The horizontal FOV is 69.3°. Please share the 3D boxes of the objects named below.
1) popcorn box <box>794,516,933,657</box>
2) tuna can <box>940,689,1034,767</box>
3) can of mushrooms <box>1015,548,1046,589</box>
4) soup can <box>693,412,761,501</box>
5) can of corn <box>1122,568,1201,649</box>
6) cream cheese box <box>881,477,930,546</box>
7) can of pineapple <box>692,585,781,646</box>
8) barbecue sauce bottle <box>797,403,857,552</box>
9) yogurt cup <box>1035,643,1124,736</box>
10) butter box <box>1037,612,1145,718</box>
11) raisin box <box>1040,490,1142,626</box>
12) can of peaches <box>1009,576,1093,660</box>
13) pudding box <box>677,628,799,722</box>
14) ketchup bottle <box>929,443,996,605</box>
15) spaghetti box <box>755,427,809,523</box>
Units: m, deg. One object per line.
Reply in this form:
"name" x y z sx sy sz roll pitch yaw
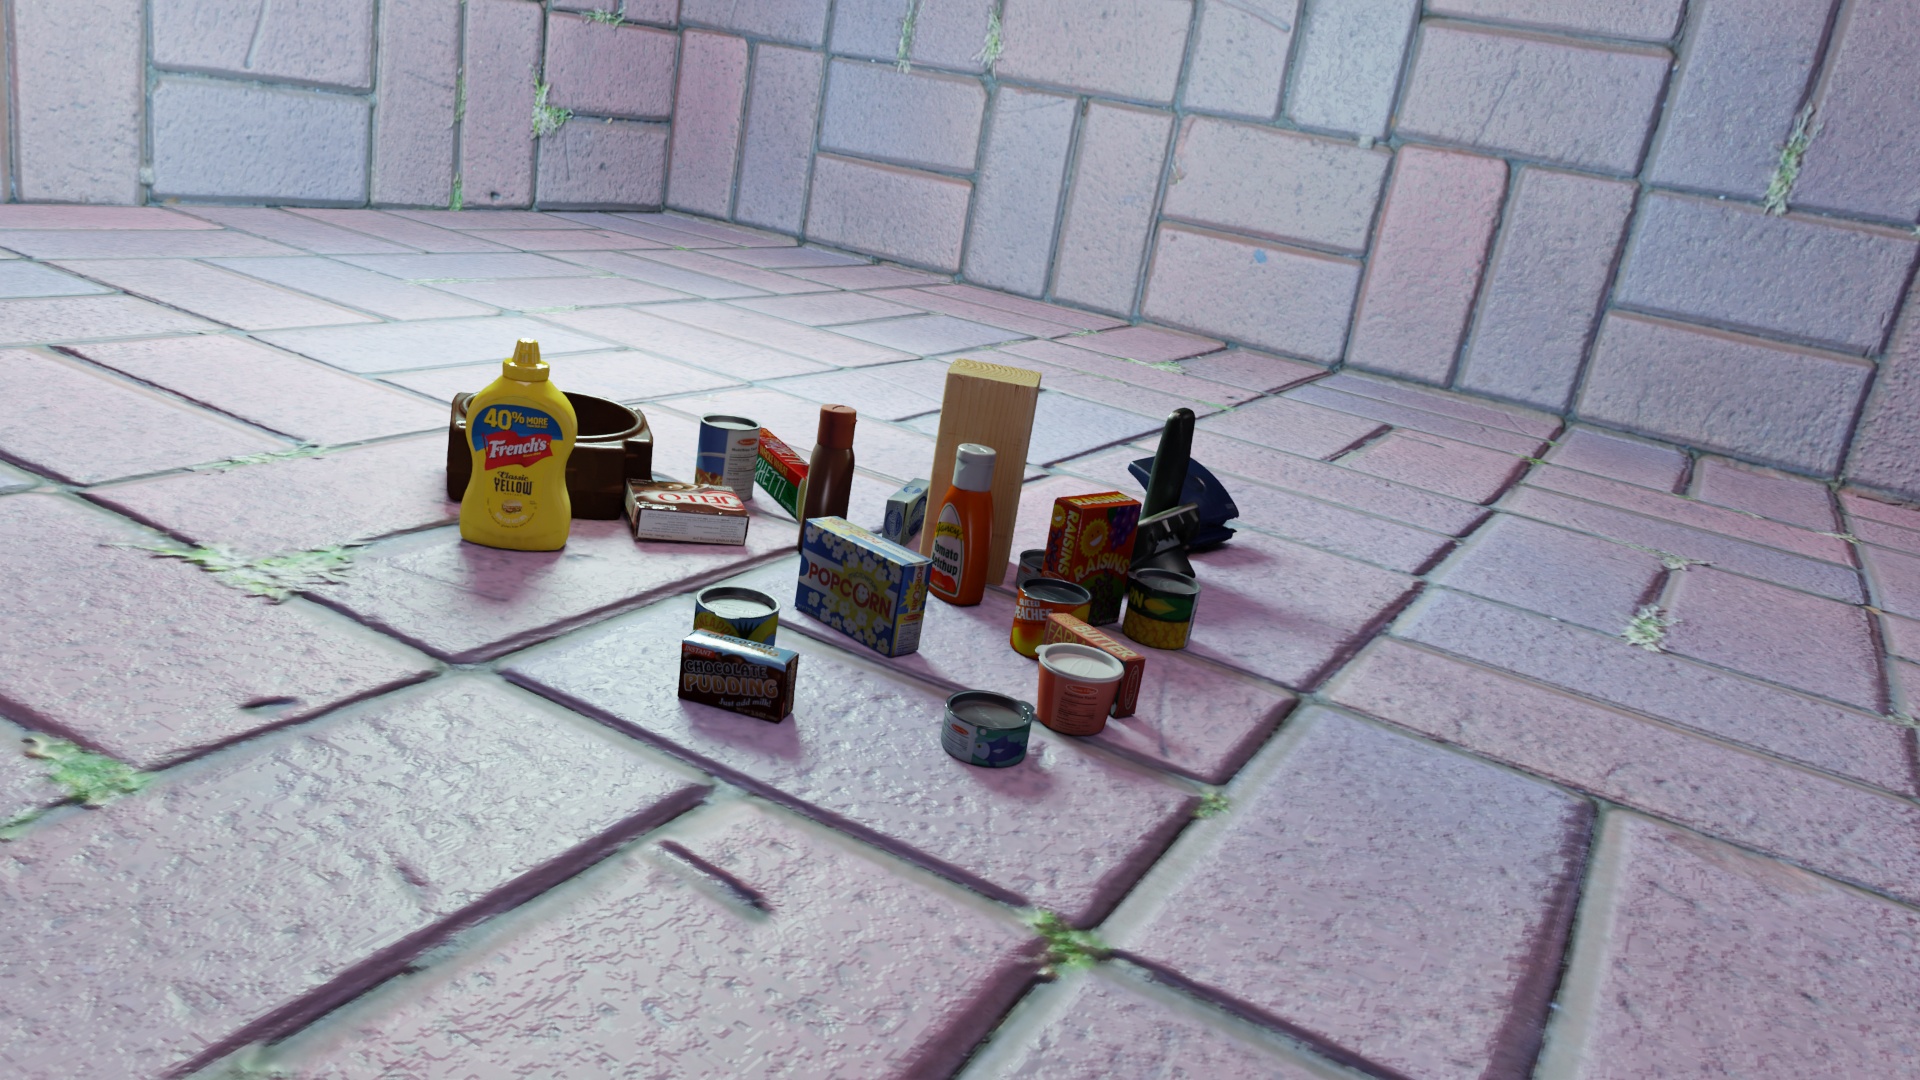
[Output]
"popcorn box" -0.085 0.038 1.208 0.127 0.085 0.038 24 22 38
"tuna can" 0.021 0.139 1.034 0.071 0.032 0.071 9 17 -3
"can of mushrooms" 0.092 0.035 1.397 0.071 0.033 0.071 9 17 -3
"soup can" -0.258 -0.092 1.526 0.071 0.083 0.071 9 17 -3
"can of corn" 0.188 0.064 1.316 0.071 0.058 0.071 9 17 -3
"cream cheese box" -0.057 -0.030 1.488 0.024 0.053 0.104 13 18 11
"can of pineapple" -0.179 0.074 1.092 0.071 0.057 0.071 9 17 -3
"barbecue sauce bottle" -0.131 -0.061 1.389 0.044 0.148 0.065 13 17 12
"yogurt cup" 0.092 0.119 1.100 0.072 0.053 0.072 9 17 -3
"butter box" 0.108 0.103 1.162 0.024 0.053 0.103 -4 22 -37
"raisin box" 0.120 0.019 1.314 0.086 0.123 0.040 -6 23 -41
"can of peaches" 0.079 0.071 1.238 0.071 0.058 0.071 9 17 -3
"pudding box" -0.165 0.099 1.033 0.084 0.049 0.030 13 17 10
"ketchup bottle" 0.005 -0.017 1.322 0.043 0.148 0.065 -5 22 -39
"spaghetti box" -0.194 -0.071 1.550 0.029 0.050 0.250 0 20 -28
